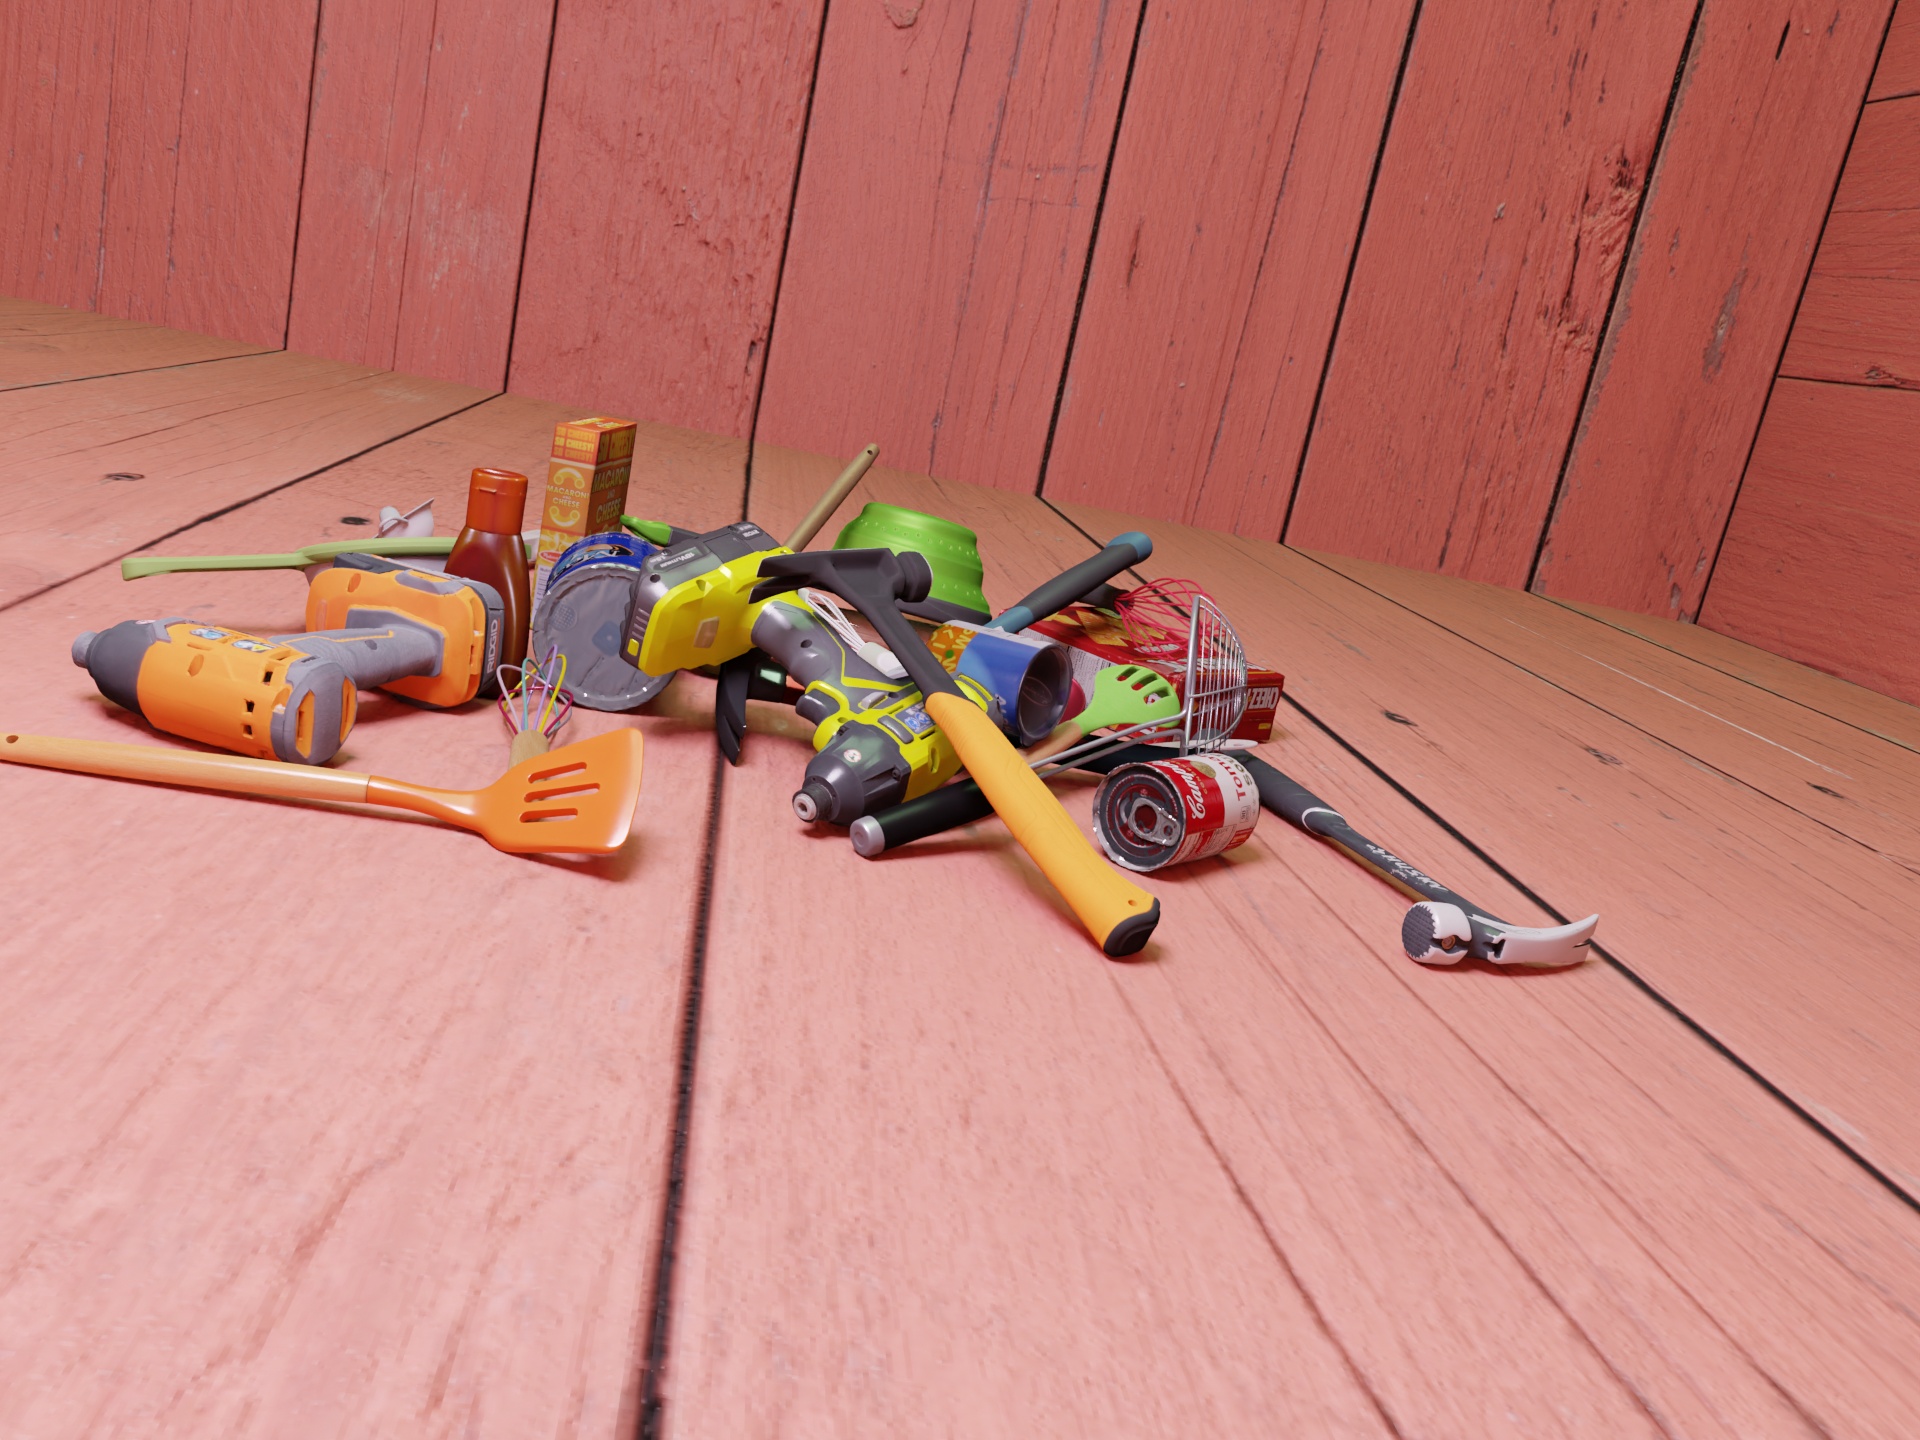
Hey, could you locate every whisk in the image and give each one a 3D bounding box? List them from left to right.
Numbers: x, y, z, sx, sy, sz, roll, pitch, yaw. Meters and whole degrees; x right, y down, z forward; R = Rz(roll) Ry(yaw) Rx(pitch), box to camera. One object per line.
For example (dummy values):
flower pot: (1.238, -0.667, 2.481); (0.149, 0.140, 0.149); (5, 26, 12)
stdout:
whisk: (-0.258, 0.011, 0.951); (0.047, 0.051, 0.245); (-12, 22, -8)
whisk: (-0.084, -0.059, 1.347); (0.058, 0.059, 0.247); (-38, 45, -23)
whisk: (0.150, -0.101, 1.395); (0.073, 0.073, 0.296); (7, 10, -20)

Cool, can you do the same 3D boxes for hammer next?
hammer: (-0.217, -0.114, 1.474); (0.410, 0.038, 0.146); (14, 15, 8)
hammer: (0.002, 0.008, 0.928); (0.127, 0.034, 0.337); (-7, 44, -37)
hammer: (0.019, 0.015, 1.125); (0.386, 0.038, 0.143); (13, 31, -14)
hammer: (0.055, -0.089, 1.298); (0.128, 0.033, 0.331); (-11, 16, 43)
hammer: (0.273, 0.078, 1.125); (0.149, 0.036, 0.409); (7, 14, -22)

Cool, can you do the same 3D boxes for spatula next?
spatula: (-0.326, 0.026, 0.808); (0.322, 0.041, 0.081); (7, 49, -8)

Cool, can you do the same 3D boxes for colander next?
colander: (-0.113, -0.162, 1.442); (0.396, 0.094, 0.205); (13, 4, -34)

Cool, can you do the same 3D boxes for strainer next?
strainer: (-0.434, -0.084, 1.097); (0.256, 0.069, 0.151); (-6, 2, -37)
strainer: (-0.518, -0.177, 1.462); (0.087, 0.050, 0.259); (-38, 23, -10)

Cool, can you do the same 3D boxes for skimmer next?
skimmer: (0.063, 0.011, 1.038); (0.363, 0.127, 0.090); (-19, 32, -35)

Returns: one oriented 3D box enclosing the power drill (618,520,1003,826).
power drill: (-0.104, -0.026, 1.009); (0.223, 0.080, 0.171); (37, 38, 20)

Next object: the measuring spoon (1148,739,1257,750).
measuring spoon: (0.167, 0.027, 1.222); (0.124, 0.018, 0.034); (-3, 16, -3)

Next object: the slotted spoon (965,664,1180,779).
slotted spoon: (0.065, 0.016, 1.091); (0.070, 0.031, 0.314); (39, 37, 19)

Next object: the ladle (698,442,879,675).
ladle: (-0.139, -0.148, 1.331); (0.078, 0.062, 0.320); (38, 50, -6)

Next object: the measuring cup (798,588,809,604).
measuring cup: (-0.146, -0.057, 1.312); (0.083, 0.038, 0.168); (-19, 44, -16)

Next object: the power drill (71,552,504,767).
power drill: (-0.395, -0.042, 0.951); (0.164, 0.084, 0.226); (14, 18, 12)

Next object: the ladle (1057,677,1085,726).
ladle: (-0.002, -0.004, 1.231); (0.069, 0.031, 0.315); (45, 30, 22)
